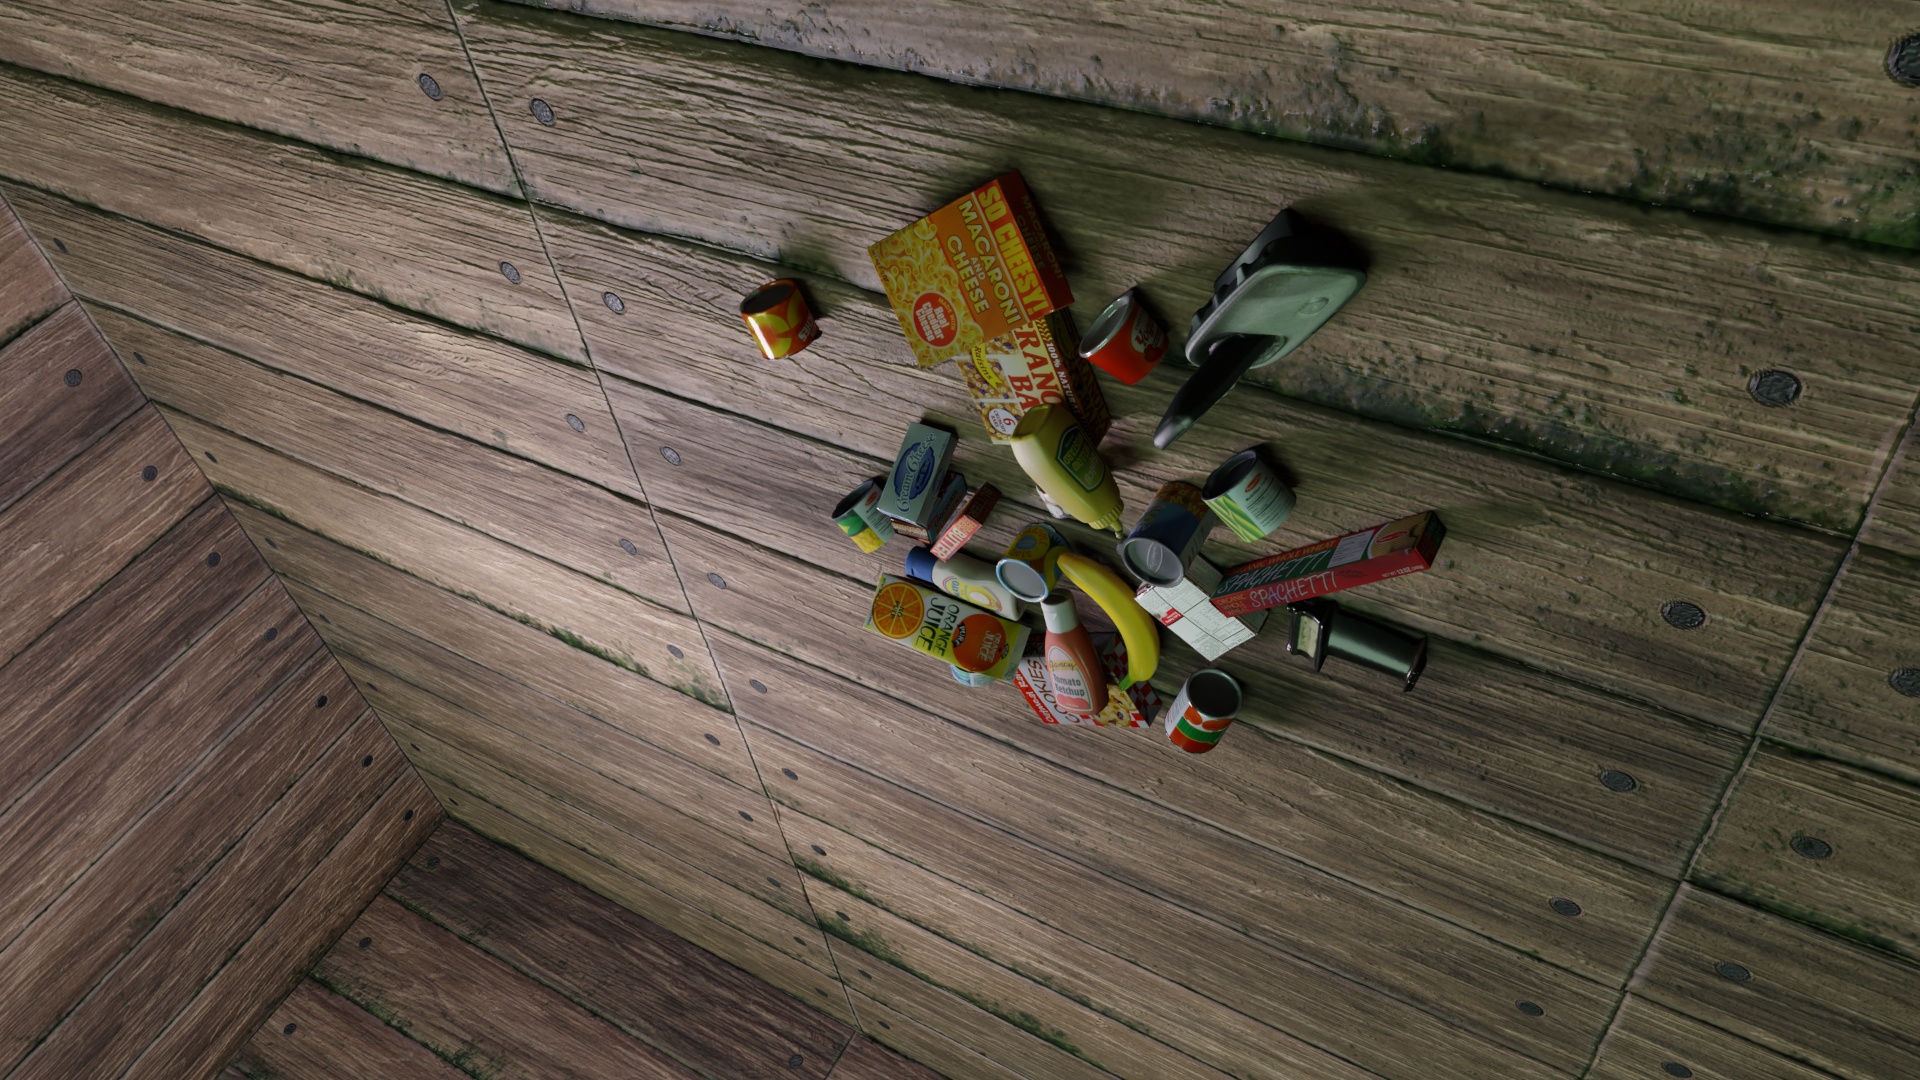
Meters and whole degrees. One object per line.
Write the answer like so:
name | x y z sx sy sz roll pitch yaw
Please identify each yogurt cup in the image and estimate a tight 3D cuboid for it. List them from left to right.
yogurt cup | 0.145 -0.173 1.214 0.054 0.073 0.072 37 147 -16

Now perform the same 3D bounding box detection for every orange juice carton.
orange juice carton | -0.011 0.105 1.660 0.193 0.071 0.073 20 -178 22

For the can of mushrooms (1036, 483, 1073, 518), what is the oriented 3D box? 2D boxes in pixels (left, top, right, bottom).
can of mushrooms | 0.110 -0.056 1.386 0.071 0.071 0.033 -3 130 44

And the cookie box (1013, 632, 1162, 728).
cookie box | 0.139 0.167 1.654 0.167 0.040 0.122 -5 129 45

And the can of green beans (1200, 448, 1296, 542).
can of green beans | 0.263 -0.041 1.267 0.058 0.071 0.071 45 145 -14

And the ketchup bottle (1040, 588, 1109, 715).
ketchup bottle | 0.123 0.124 1.551 0.065 0.044 0.148 8 125 38

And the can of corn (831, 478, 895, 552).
can of corn | -0.107 -0.028 1.613 0.058 0.071 0.071 47 145 -17

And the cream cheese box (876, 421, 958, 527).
cream cheese box | -0.046 -0.071 1.479 0.053 0.104 0.024 19 176 26

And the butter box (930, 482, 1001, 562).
butter box | 0.005 -0.019 1.534 0.024 0.053 0.103 37 147 -5

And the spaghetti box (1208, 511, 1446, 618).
spaghetti box | 0.336 0.026 1.298 0.028 0.050 0.249 48 145 -15

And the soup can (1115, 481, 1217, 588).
soup can | 0.200 -0.008 1.346 0.071 0.084 0.071 23 144 18

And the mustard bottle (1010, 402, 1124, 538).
mustard bottle | 0.113 -0.058 1.314 0.048 0.065 0.160 -7 134 49

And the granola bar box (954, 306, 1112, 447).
granola bar box | 0.060 -0.165 1.320 0.124 0.039 0.165 5 135 37

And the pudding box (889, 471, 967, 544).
pudding box | -0.034 -0.039 1.517 0.050 0.084 0.030 16 144 27

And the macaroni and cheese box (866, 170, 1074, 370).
macaroni and cheese box | 0.007 -0.237 1.233 0.166 0.040 0.123 -17 100 42

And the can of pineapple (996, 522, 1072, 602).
can of pineapple | 0.080 0.024 1.516 0.071 0.058 0.070 24 144 18

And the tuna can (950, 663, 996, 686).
tuna can | 0.018 0.144 1.712 0.071 0.071 0.032 20 144 22

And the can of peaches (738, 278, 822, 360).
can of peaches | -0.186 -0.230 1.437 0.071 0.071 0.057 5 135 37

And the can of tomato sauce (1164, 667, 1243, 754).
can of tomato sauce | 0.271 0.189 1.541 0.071 0.071 0.082 29 145 10

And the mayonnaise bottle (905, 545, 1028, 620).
mayonnaise bottle | 0.007 0.045 1.622 0.148 0.041 0.064 19 146 23
